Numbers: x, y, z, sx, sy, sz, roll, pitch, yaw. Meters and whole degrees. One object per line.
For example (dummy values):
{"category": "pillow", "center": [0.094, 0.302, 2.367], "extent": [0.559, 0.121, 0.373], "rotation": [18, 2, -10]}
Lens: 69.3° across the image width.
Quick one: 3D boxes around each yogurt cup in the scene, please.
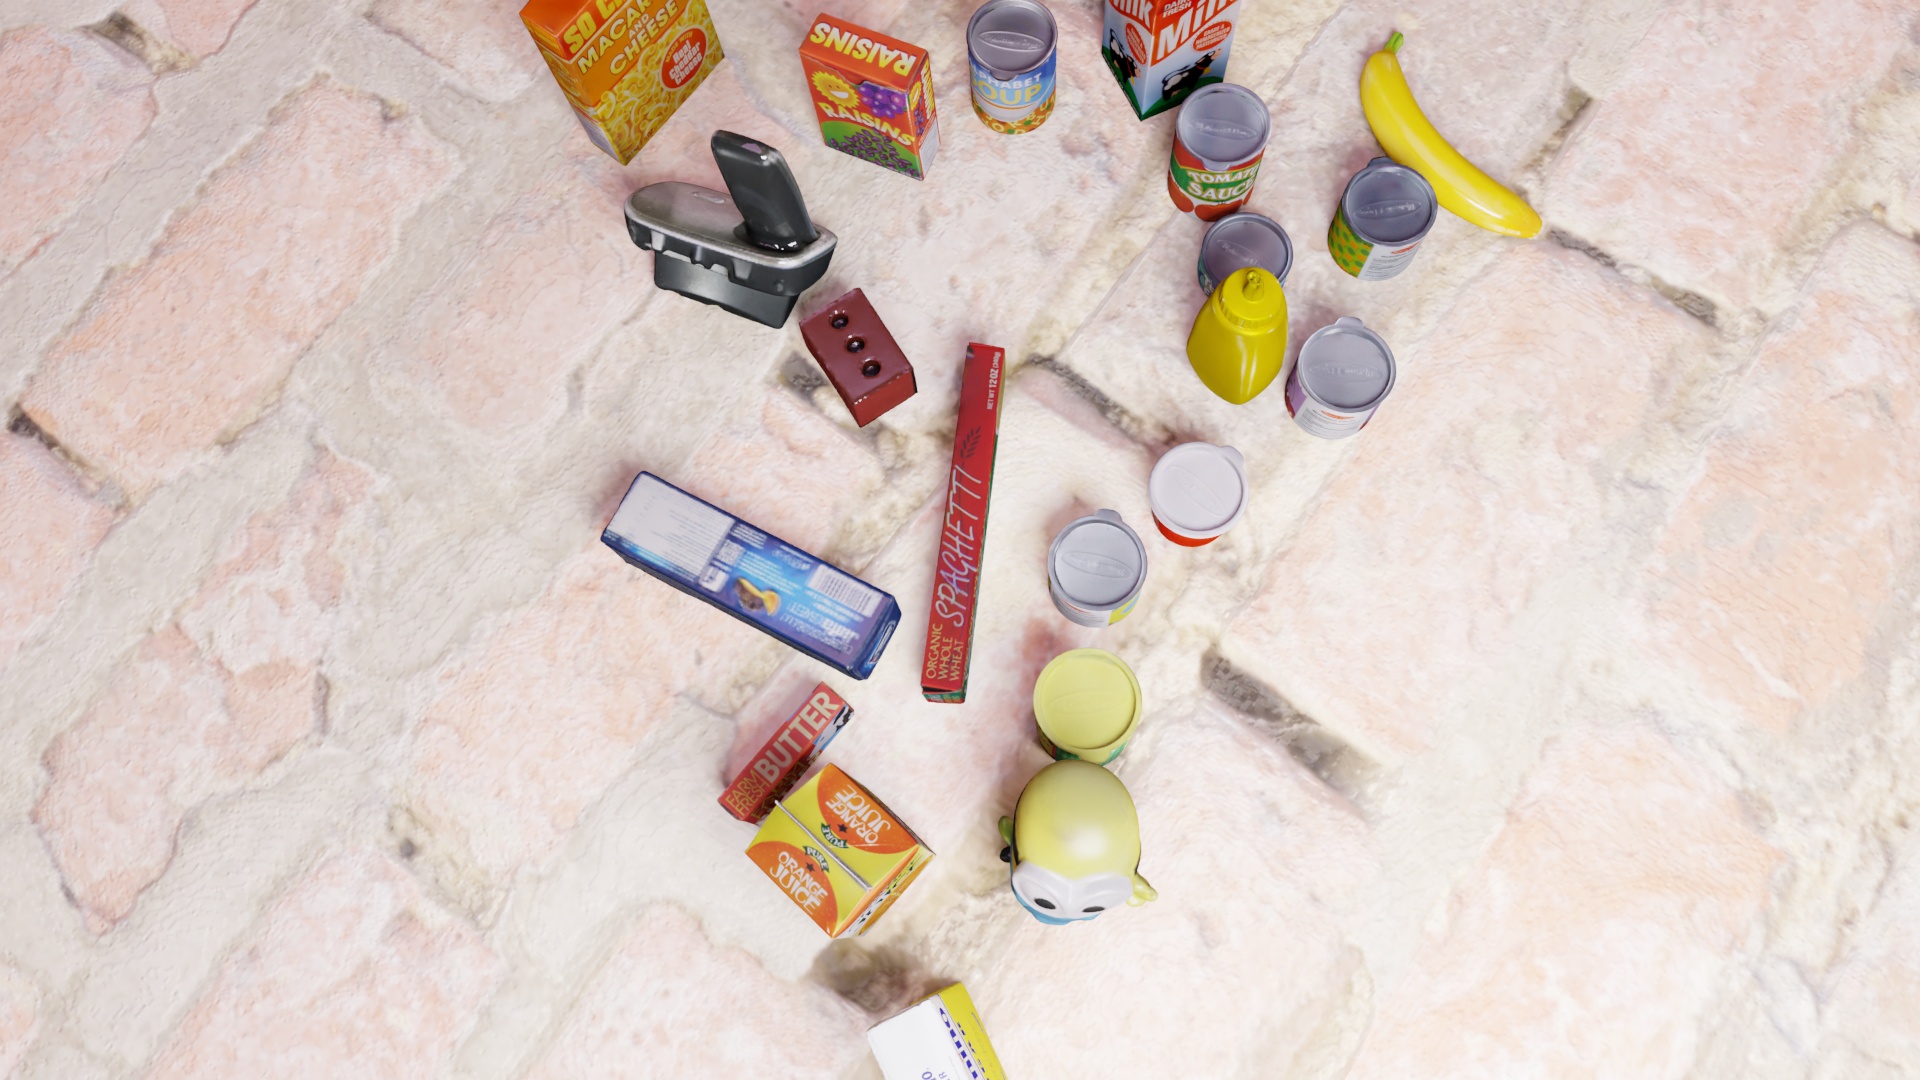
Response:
{"category": "yogurt cup", "center": [0.161, -0.028, 0.954], "extent": [0.072, 0.054, 0.072], "rotation": [-1, 74, 3]}

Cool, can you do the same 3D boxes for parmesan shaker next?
{"category": "parmesan shaker", "center": [0.080, 0.113, 0.893], "extent": [0.071, 0.103, 0.071], "rotation": [-1, 75, 3]}

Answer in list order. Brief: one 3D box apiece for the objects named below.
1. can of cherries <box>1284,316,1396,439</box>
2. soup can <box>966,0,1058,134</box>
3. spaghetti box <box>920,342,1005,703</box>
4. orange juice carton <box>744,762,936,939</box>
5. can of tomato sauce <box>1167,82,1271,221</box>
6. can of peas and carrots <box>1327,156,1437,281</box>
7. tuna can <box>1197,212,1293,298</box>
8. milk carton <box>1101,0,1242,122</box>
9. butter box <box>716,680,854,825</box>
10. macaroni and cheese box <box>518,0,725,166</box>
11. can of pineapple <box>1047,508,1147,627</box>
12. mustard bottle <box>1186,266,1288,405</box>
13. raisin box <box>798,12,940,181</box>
{"category": "can of cherries", "center": [0.265, -0.112, 0.971], "extent": [0.071, 0.058, 0.071], "rotation": [-1, 74, 3]}
{"category": "soup can", "center": [0.038, -0.351, 1.037], "extent": [0.071, 0.083, 0.071], "rotation": [-1, 74, 3]}
{"category": "spaghetti box", "center": [0.003, -0.012, 0.960], "extent": [0.029, 0.050, 0.250], "rotation": [6, 75, 5]}
{"category": "orange juice carton", "center": [-0.070, 0.187, 0.833], "extent": [0.072, 0.192, 0.073], "rotation": [42, 81, 13]}
{"category": "can of tomato sauce", "center": [0.186, -0.278, 1.009], "extent": [0.071, 0.083, 0.071], "rotation": [-1, 74, 3]}
{"category": "can of peas and carrots", "center": [0.302, -0.231, 1.002], "extent": [0.071, 0.058, 0.071], "rotation": [-1, 74, 3]}
{"category": "tuna can", "center": [0.205, -0.200, 1.012], "extent": [0.071, 0.032, 0.071], "rotation": [-1, 74, 3]}
{"category": "milk carton", "center": [0.151, -0.389, 0.987], "extent": [0.073, 0.190, 0.072], "rotation": [-25, 75, -4]}
{"category": "butter box", "center": [-0.114, 0.142, 0.921], "extent": [0.024, 0.053, 0.103], "rotation": [39, 80, 12]}
{"category": "macaroni and cheese box", "center": [-0.242, -0.369, 1.014], "extent": [0.040, 0.166, 0.124], "rotation": [36, 79, 12]}
{"category": "can of pineapple", "center": [0.093, 0.021, 0.942], "extent": [0.071, 0.057, 0.071], "rotation": [-1, 74, 3]}
{"category": "mustard bottle", "center": [0.190, -0.144, 0.931], "extent": [0.049, 0.160, 0.065], "rotation": [-42, 77, -8]}
{"category": "raisin box", "center": [-0.064, -0.321, 1.013], "extent": [0.086, 0.123, 0.040], "rotation": [23, 77, 9]}
